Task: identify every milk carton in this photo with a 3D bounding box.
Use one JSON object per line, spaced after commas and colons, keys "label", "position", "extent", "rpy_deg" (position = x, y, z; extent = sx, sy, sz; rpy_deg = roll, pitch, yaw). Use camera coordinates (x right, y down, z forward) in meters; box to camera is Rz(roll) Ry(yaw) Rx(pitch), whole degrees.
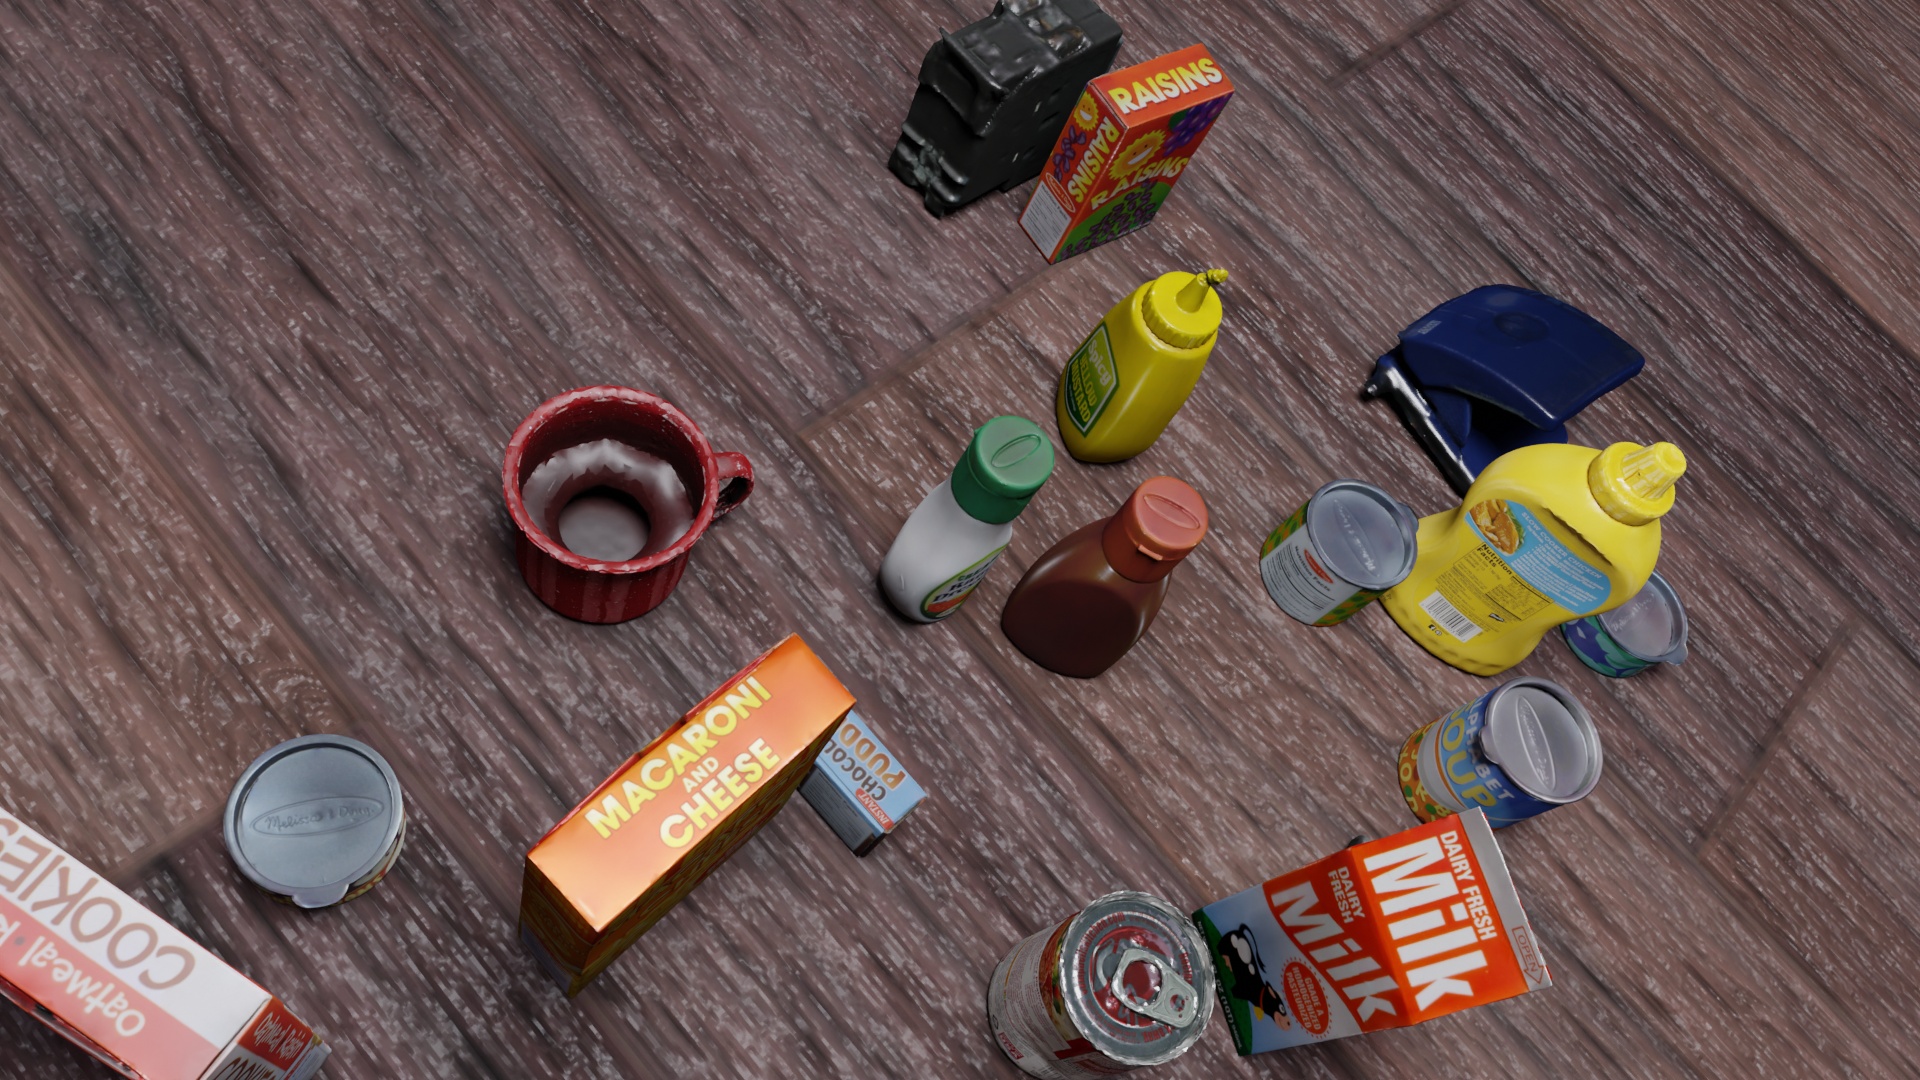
{"label": "milk carton", "position": [0.182, 0.172, 0.604], "extent": [0.073, 0.189, 0.072], "rpy_deg": [-9, 68, -22]}

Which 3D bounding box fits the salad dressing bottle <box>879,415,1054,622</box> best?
{"label": "salad dressing bottle", "position": [0.002, -0.008, 0.658], "extent": [0.064, 0.147, 0.044], "rpy_deg": [-31, 78, -28]}

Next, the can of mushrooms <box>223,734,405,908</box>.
{"label": "can of mushrooms", "position": [-0.265, 0.119, 0.573], "extent": [0.071, 0.033, 0.071], "rpy_deg": [7, 63, -15]}

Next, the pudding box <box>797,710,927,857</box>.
{"label": "pudding box", "position": [-0.058, 0.102, 0.640], "extent": [0.030, 0.049, 0.084], "rpy_deg": [-39, 81, -29]}

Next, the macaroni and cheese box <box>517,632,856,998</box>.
{"label": "macaroni and cheese box", "position": [-0.114, 0.113, 0.549], "extent": [0.040, 0.165, 0.124], "rpy_deg": [46, 60, 7]}

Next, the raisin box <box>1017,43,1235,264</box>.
{"label": "raisin box", "position": [0.094, -0.224, 0.809], "extent": [0.086, 0.122, 0.040], "rpy_deg": [-26, 76, -27]}

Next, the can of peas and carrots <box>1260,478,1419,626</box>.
{"label": "can of peas and carrots", "position": [0.210, 0.007, 0.771], "extent": [0.071, 0.058, 0.071], "rpy_deg": [7, 63, -15]}

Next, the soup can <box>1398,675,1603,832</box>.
{"label": "soup can", "position": [0.277, 0.115, 0.725], "extent": [0.071, 0.083, 0.071], "rpy_deg": [7, 63, -15]}

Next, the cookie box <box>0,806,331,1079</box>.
{"label": "cookie box", "position": [-0.287, 0.148, 0.474], "extent": [0.123, 0.166, 0.040], "rpy_deg": [34, 60, 0]}

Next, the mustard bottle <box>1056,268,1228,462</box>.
{"label": "mustard bottle", "position": [0.097, -0.098, 0.727], "extent": [0.049, 0.159, 0.065], "rpy_deg": [-3, 66, -20]}

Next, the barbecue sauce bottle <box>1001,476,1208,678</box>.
{"label": "barbecue sauce bottle", "position": [0.071, 0.019, 0.667], "extent": [0.065, 0.148, 0.044], "rpy_deg": [29, 60, -3]}

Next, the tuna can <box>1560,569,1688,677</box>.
{"label": "tuna can", "position": [0.395, 0.049, 0.826], "extent": [0.071, 0.032, 0.071], "rpy_deg": [7, 63, -15]}
